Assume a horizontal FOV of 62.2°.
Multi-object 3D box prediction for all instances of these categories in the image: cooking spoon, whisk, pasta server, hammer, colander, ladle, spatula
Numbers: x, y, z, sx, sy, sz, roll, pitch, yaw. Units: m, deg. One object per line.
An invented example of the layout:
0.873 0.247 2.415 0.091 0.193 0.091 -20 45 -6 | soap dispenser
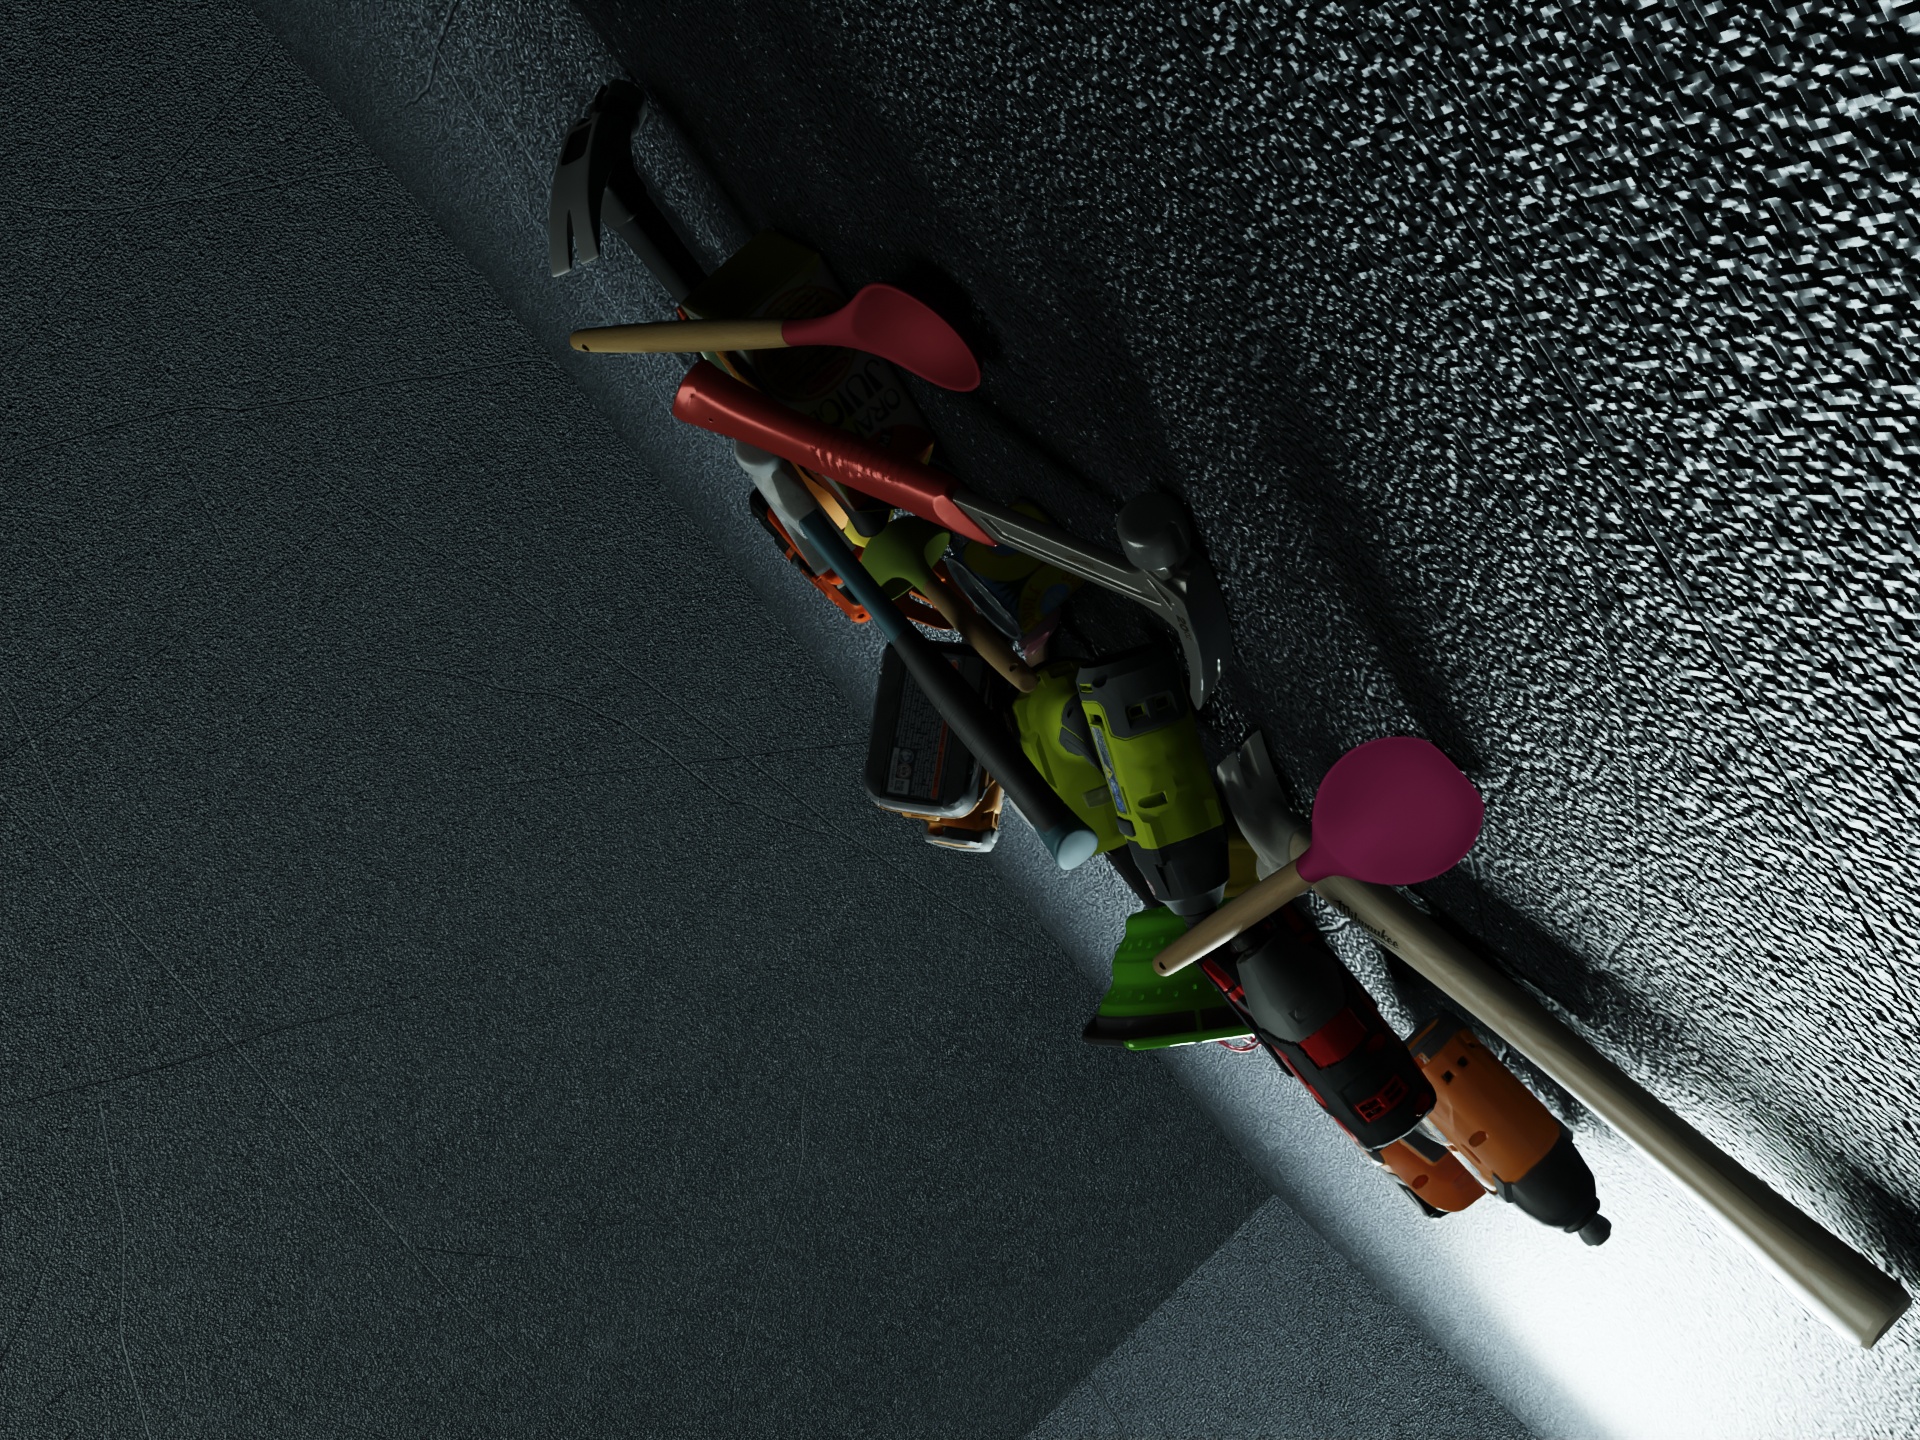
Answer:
0.167 0.084 0.817 0.069 0.017 0.318 49 151 7 | cooking spoon
0.212 0.206 1.551 0.295 0.073 0.073 54 172 -13 | whisk
0.049 -0.054 1.153 0.316 0.040 0.060 77 167 -79 | pasta server
0.288 0.152 0.820 0.411 0.038 0.146 42 170 40 | hammer
-0.143 -0.236 1.030 0.334 0.035 0.146 50 -143 -41 | hammer
0.209 0.191 1.301 0.397 0.204 0.094 12 -111 -75 | colander
-0.027 -0.042 1.002 0.331 0.033 0.128 51 177 14 | hammer
-0.110 -0.208 0.859 0.315 0.031 0.069 10 149 38 | ladle
-0.003 -0.073 1.069 0.062 0.078 0.320 46 -178 -29 | ladle
0.023 -0.046 1.338 0.041 0.081 0.322 -6 147 26 | spatula
-0.018 -0.119 0.859 0.359 0.037 0.149 27 162 30 | hammer

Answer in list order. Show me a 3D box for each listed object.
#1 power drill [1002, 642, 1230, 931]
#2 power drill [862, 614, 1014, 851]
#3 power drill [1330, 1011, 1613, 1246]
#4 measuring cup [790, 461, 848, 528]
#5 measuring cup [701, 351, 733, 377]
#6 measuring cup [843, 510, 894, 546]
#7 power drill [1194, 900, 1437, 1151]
0.101 0.038 1.004 0.223 0.080 0.171 -160 51 -78 | power drill
-0.002 -0.004 1.167 0.084 0.185 0.226 7 172 11 | power drill
0.339 0.282 1.067 0.164 0.084 0.226 47 169 12 | power drill
-0.117 -0.206 1.318 0.095 0.052 0.174 57 -175 -16 | measuring cup
-0.166 -0.271 1.266 0.083 0.038 0.167 46 172 18 | measuring cup
-0.063 -0.163 1.259 0.029 0.062 0.156 23 -175 2 | measuring cup
0.209 0.172 0.976 0.143 0.078 0.219 50 -177 2 | power drill
